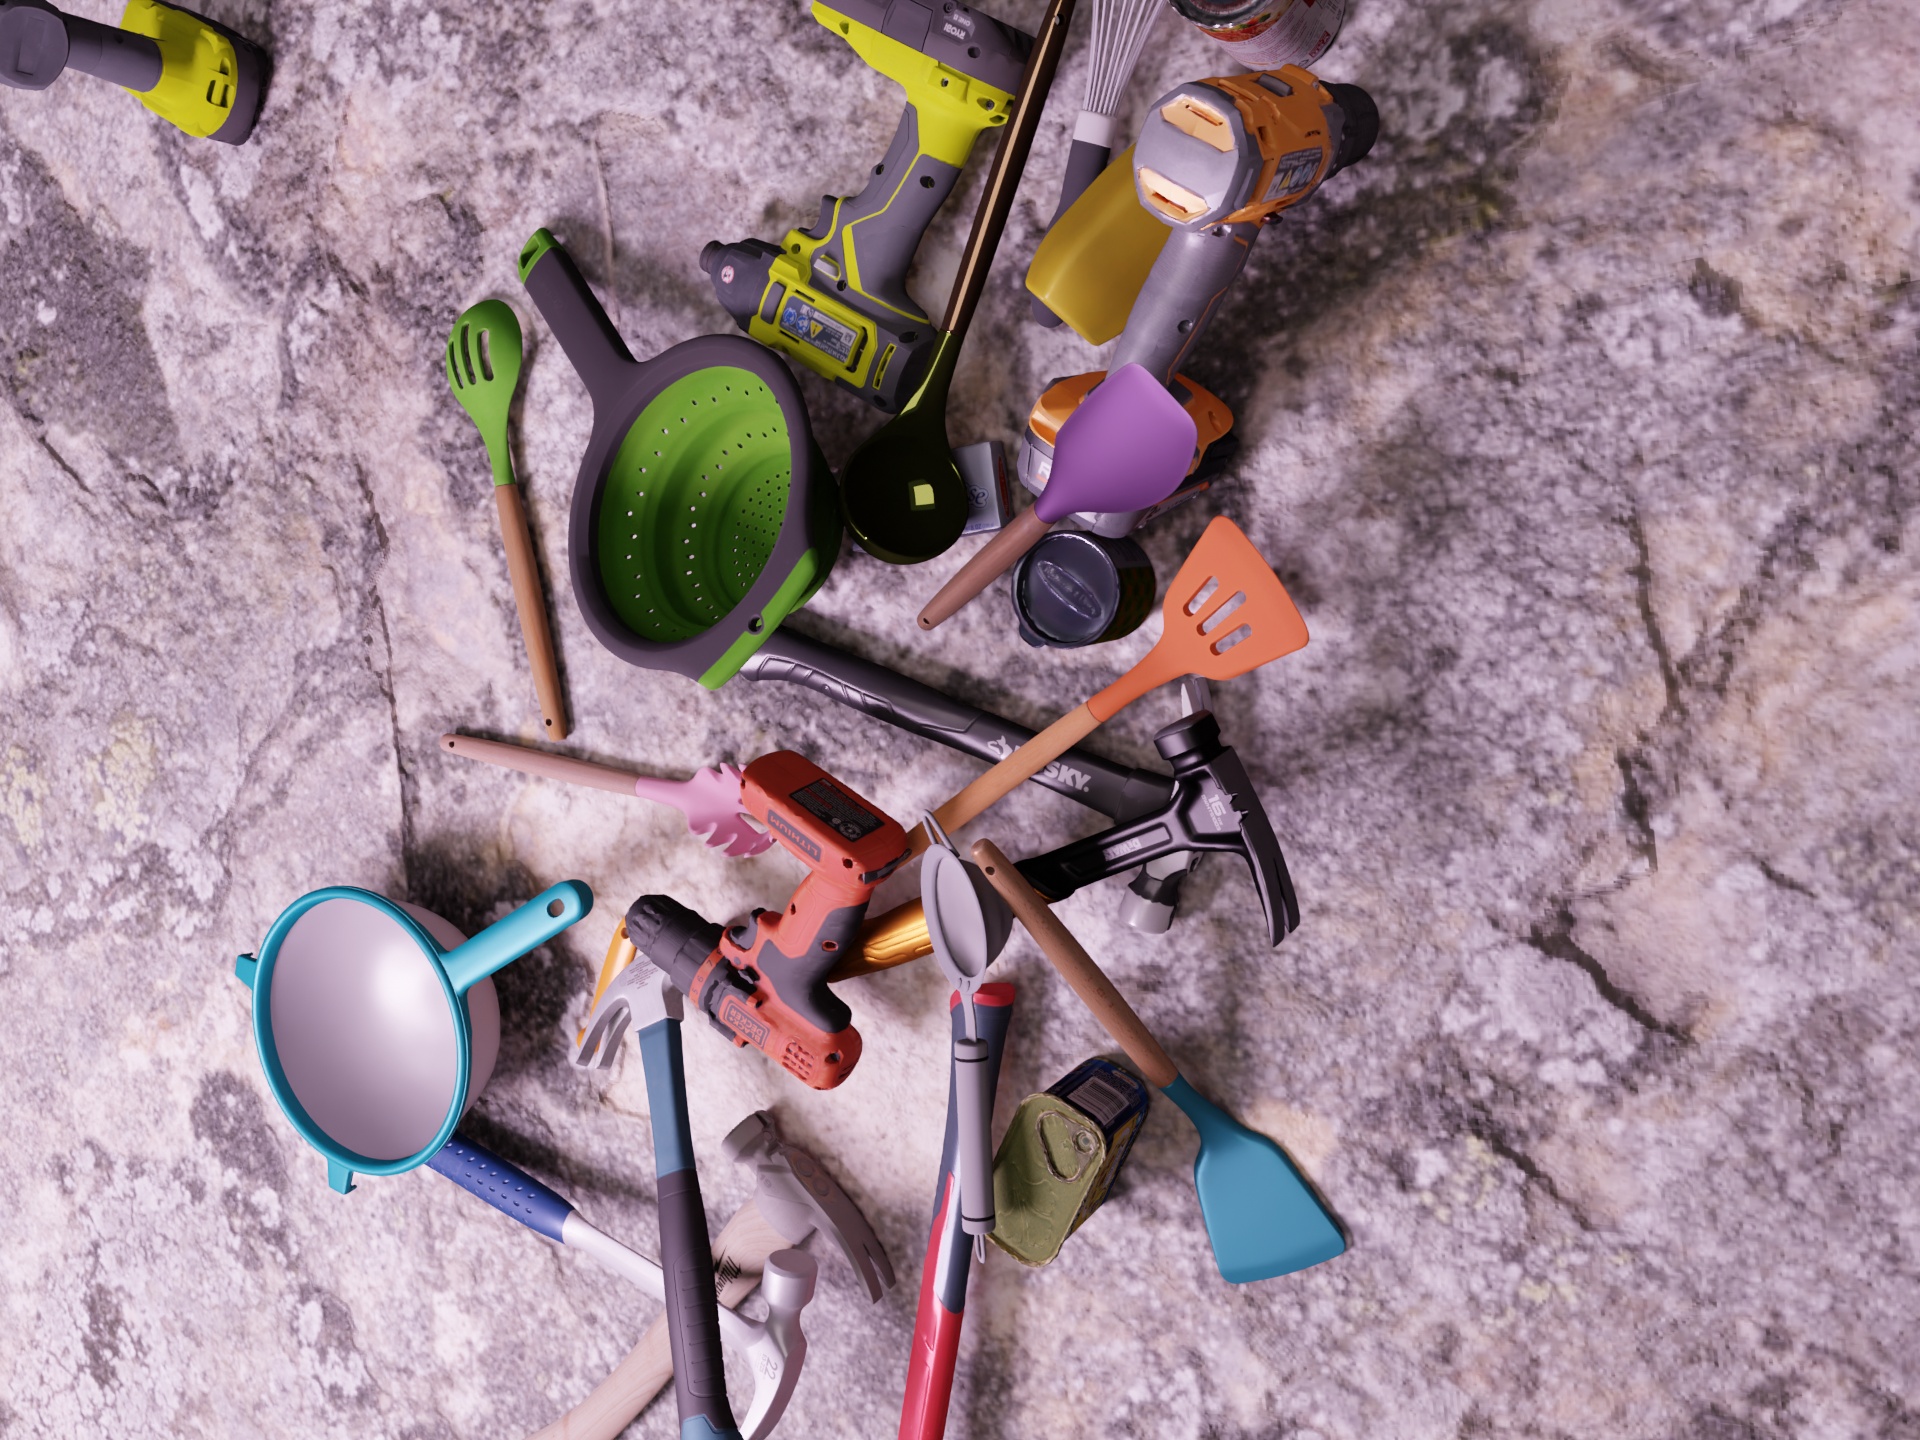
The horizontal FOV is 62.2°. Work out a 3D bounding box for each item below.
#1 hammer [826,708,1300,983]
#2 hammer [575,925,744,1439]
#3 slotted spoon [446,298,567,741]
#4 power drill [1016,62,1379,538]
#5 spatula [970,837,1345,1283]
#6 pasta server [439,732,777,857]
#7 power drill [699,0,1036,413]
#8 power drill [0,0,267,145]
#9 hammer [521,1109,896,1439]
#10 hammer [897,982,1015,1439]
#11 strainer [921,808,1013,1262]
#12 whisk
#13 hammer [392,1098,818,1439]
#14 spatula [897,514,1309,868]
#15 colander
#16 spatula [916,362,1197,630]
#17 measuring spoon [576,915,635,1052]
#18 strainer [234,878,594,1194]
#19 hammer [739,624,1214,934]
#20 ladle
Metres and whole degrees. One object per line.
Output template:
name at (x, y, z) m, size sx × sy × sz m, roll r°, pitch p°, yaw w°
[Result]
hammer at (0.034, 0.106, 0.926) m, size 0.337 × 0.034 × 0.127 m, roll -25°, pitch 91°, yaw 38°
hammer at (-0.179, 0.304, 1.017) m, size 0.128 × 0.033 × 0.331 m, roll -26°, pitch 59°, yaw 22°
slotted spoon at (-0.312, -0.140, 1.115) m, size 0.070 × 0.031 × 0.314 m, roll -9°, pitch 93°, yaw 28°
power drill at (0.129, -0.221, 0.814) m, size 0.084 × 0.185 × 0.226 m, roll 36°, pitch 130°, yaw 19°
spatula at (0.101, 0.189, 0.888) m, size 0.082 × 0.044 × 0.317 m, roll -28°, pitch 110°, yaw 30°
pasta server at (-0.245, 0.040, 1.094) m, size 0.316 × 0.040 × 0.060 m, roll 10°, pitch 89°, yaw 27°
power drill at (-0.059, -0.317, 0.934) m, size 0.171 × 0.080 × 0.223 m, roll 33°, pitch 113°, yaw 19°
power drill at (-0.637, -0.489, 1.127) m, size 0.191 × 0.228 × 0.080 m, roll 32°, pitch 109°, yaw 21°
hammer at (-0.207, 0.455, 1.125) m, size 0.146 × 0.038 × 0.410 m, roll 46°, pitch 114°, yaw 14°
hammer at (-0.002, 0.353, 0.977) m, size 0.143 × 0.038 × 0.386 m, roll 20°, pitch 103°, yaw 58°
strainer at (0.007, 0.177, 0.895) m, size 0.087 × 0.050 × 0.258 m, roll -177°, pitch 85°, yaw -67°
whisk at (0.083, -0.356, 0.869) m, size 0.070 × 0.070 × 0.284 m, roll 23°, pitch 111°, yaw 24°
hammer at (-0.266, 0.364, 1.109) m, size 0.406 × 0.035 × 0.144 m, roll 16°, pitch 100°, yaw 34°
spatula at (0.054, 0.008, 0.892) m, size 0.322 × 0.041 × 0.081 m, roll -38°, pitch 80°, yaw 28°
colander at (-0.179, -0.182, 1.015) m, size 0.204 × 0.094 × 0.398 m, roll -47°, pitch 57°, yaw 20°
spatula at (0.037, -0.099, 0.836) m, size 0.060 × 0.018 × 0.316 m, roll 46°, pitch 154°, yaw -5°
measuring spoon at (-0.251, 0.188, 1.129) m, size 0.021 × 0.011 × 0.117 m, roll 29°, pitch 108°, yaw 22°
strainer at (-0.362, 0.188, 1.142) m, size 0.340 × 0.095 × 0.211 m, roll -31°, pitch 82°, yaw 25°
hammer at (-0.002, -0.003, 0.963) m, size 0.335 × 0.035 × 0.146 m, roll 23°, pitch 107°, yaw 24°
ladle at (0.007, -0.239, 0.882) m, size 0.078 × 0.062 × 0.320 m, roll 15°, pitch 107°, yaw -18°
